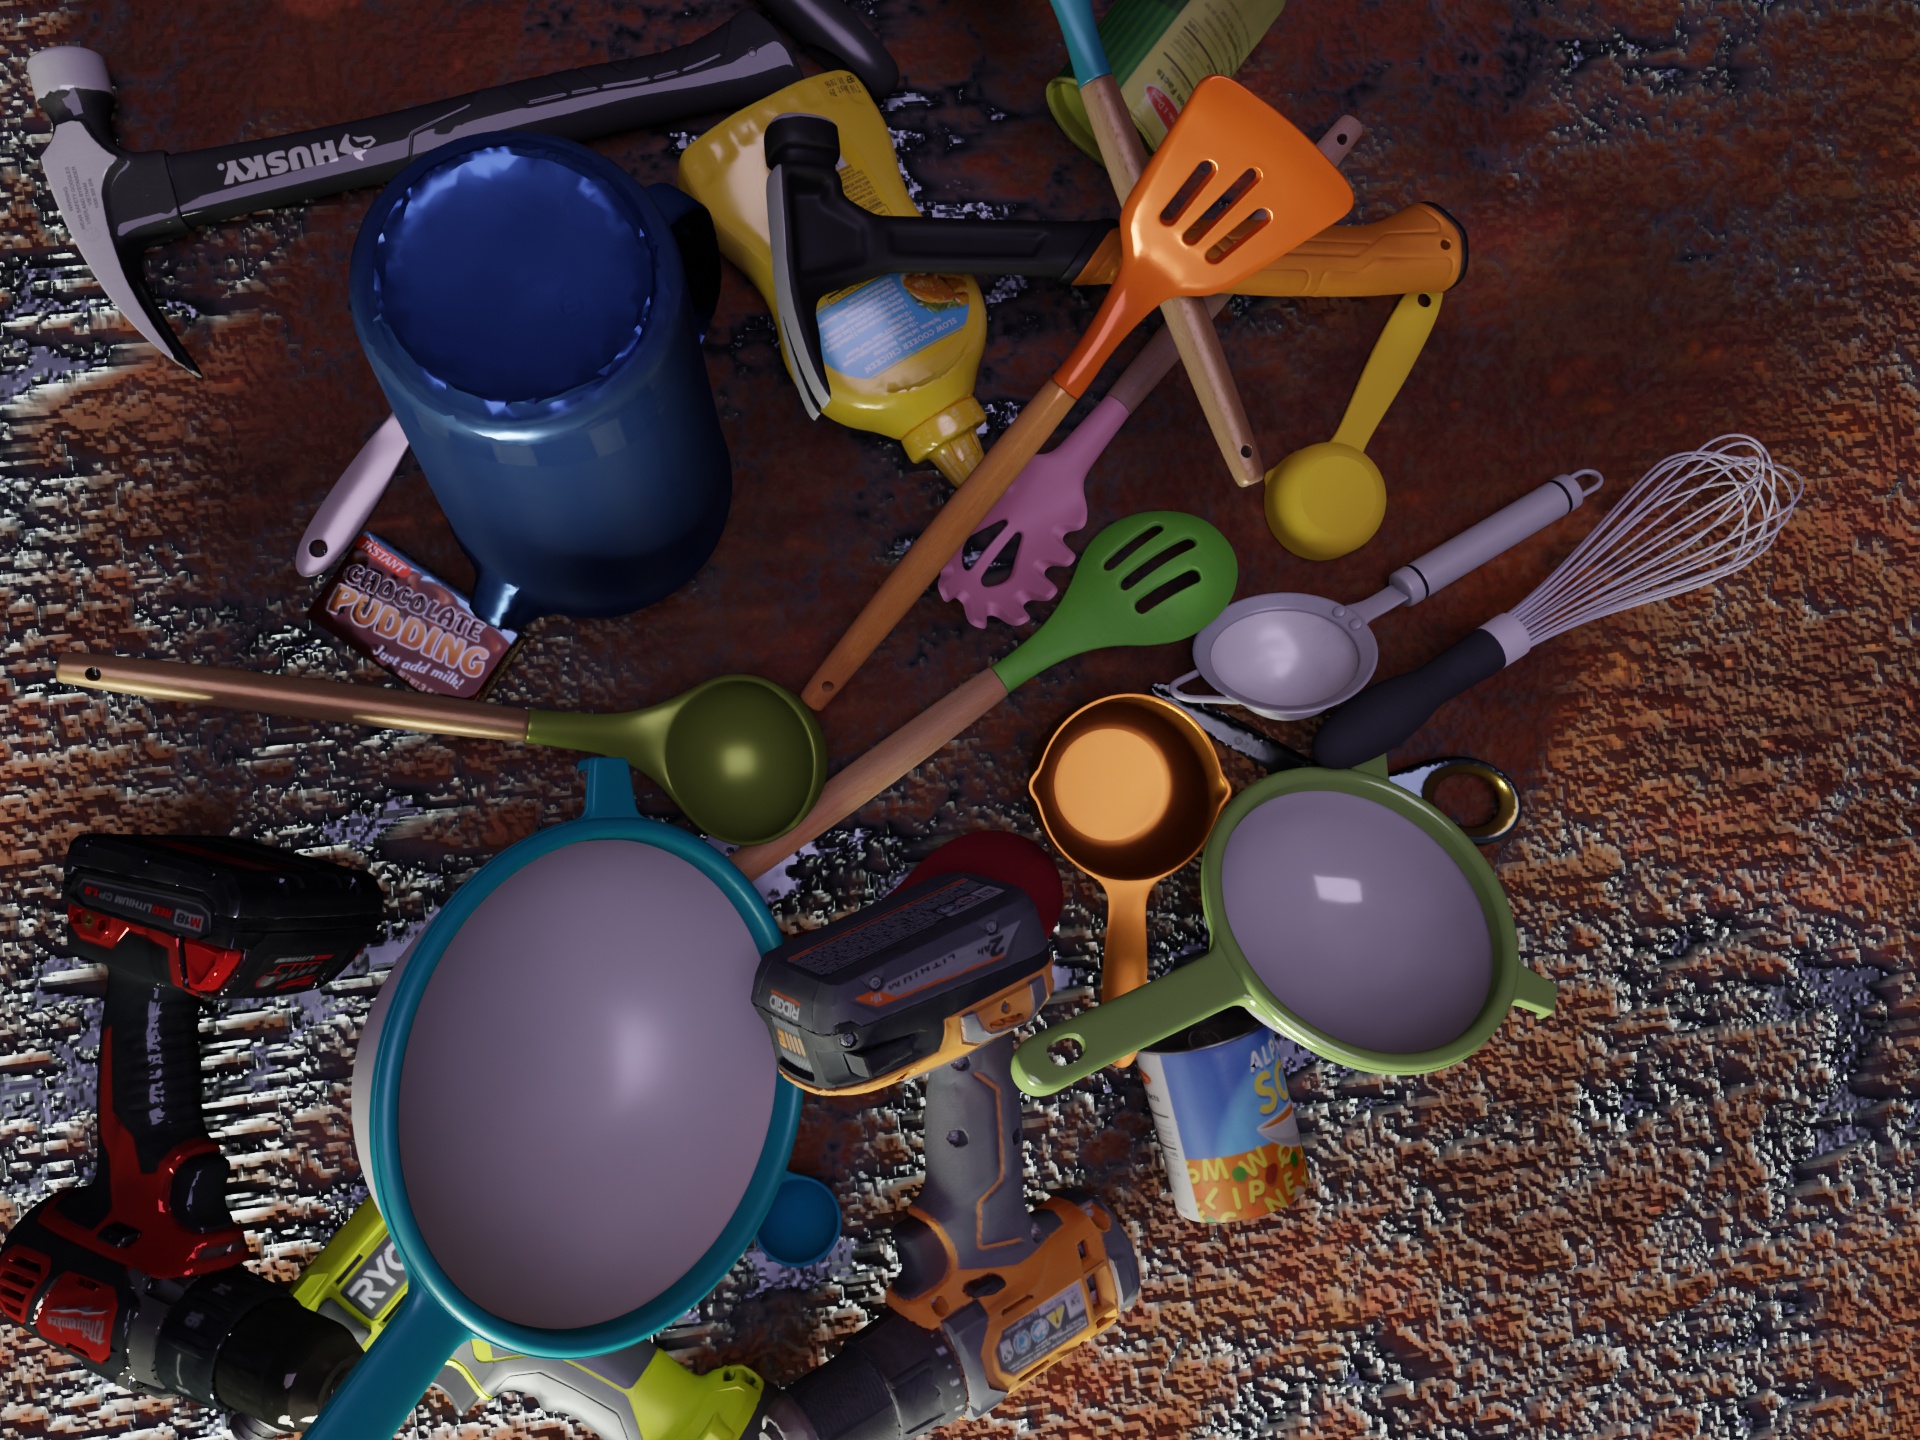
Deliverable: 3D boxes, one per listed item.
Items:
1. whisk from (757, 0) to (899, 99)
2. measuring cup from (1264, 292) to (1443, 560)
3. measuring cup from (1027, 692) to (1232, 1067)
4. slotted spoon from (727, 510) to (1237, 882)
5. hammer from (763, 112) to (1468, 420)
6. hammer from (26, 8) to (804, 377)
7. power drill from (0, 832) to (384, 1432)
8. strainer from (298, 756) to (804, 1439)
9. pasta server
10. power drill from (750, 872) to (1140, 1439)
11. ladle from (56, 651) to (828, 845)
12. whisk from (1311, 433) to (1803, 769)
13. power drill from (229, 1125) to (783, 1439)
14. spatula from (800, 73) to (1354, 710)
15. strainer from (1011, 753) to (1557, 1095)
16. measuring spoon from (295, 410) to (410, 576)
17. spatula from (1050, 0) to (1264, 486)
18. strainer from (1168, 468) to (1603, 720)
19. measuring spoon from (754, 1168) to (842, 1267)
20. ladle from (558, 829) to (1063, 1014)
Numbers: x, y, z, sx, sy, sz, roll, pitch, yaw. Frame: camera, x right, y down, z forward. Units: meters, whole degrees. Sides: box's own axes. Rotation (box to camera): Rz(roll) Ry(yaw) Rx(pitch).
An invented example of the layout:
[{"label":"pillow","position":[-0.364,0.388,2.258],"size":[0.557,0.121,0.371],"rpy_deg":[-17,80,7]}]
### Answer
[{"label":"whisk","position":[-0.143,-0.391,0.725],"size":[0.295,0.073,0.073],"rpy_deg":[40,86,-10]},{"label":"measuring cup","position":[0.202,-0.152,0.777],"size":[0.062,0.029,0.156],"rpy_deg":[27,89,-6]},{"label":"measuring cup","position":[0.074,0.073,0.753],"size":[0.095,0.052,0.173],"rpy_deg":[1,92,-7]},{"label":"slotted spoon","position":[-0.001,-0.002,0.754],"size":[0.314,0.031,0.070],"rpy_deg":[-36,71,-3]},{"label":"hammer","position":[0.081,-0.205,0.723],"size":[0.336,0.034,0.127],"rpy_deg":[-5,85,-17]},{"label":"hammer","position":[-0.235,-0.262,0.725],"size":[0.334,0.035,0.146],"rpy_deg":[-15,91,-7]},{"label":"power drill","position":[-0.309,0.171,0.663],"size":[0.188,0.080,0.227],"rpy_deg":[10,90,25]},{"label":"strainer","position":[-0.198,0.189,0.624],"size":[0.210,0.095,0.340],"rpy_deg":[58,48,-30]},{"label":"pasta server","position":[0.095,-0.172,0.762],"size":[0.060,0.040,0.316],"rpy_deg":[41,85,-13]},{"label":"power drill","position":[-0.023,0.201,0.689],"size":[0.185,0.084,0.226],"rpy_deg":[-22,105,-31]},{"label":"ladle","position":[-0.215,0.001,0.688],"size":[0.320,0.062,0.078],"rpy_deg":[8,98,-18]},{"label":"whisk","position":[0.284,-0.054,0.759],"size":[0.284,0.070,0.070],"rpy_deg":[-31,94,-11]},{"label":"power drill","position":[-0.198,0.306,0.712],"size":[0.223,0.080,0.171],"rpy_deg":[41,85,-1]},{"label":"spatula","position":[0.030,-0.122,0.684],"size":[0.081,0.041,0.322],"rpy_deg":[34,108,-19]},{"label":"strainer","position":[0.127,0.116,0.708],"size":[0.256,0.069,0.152],"rpy_deg":[-20,64,-25]},{"label":"measuring spoon","position":[-0.269,-0.119,0.729],"size":[0.034,0.018,0.124],"rpy_deg":[32,87,-6]},{"label":"spatula","position":[0.067,-0.251,0.696],"size":[0.082,0.044,0.317],"rpy_deg":[-23,95,-13]},{"label":"strainer","position":[0.212,-0.059,0.773],"size":[0.258,0.087,0.050],"rpy_deg":[-30,137,-11]},{"label":"measuring spoon","position":[-0.101,0.199,0.754],"size":[0.042,0.021,0.128],"rpy_deg":[-34,85,-5]},{"label":"ladle","position":[-0.103,0.111,0.746],"size":[0.315,0.031,0.069],"rpy_deg":[-12,92,-5]}]
